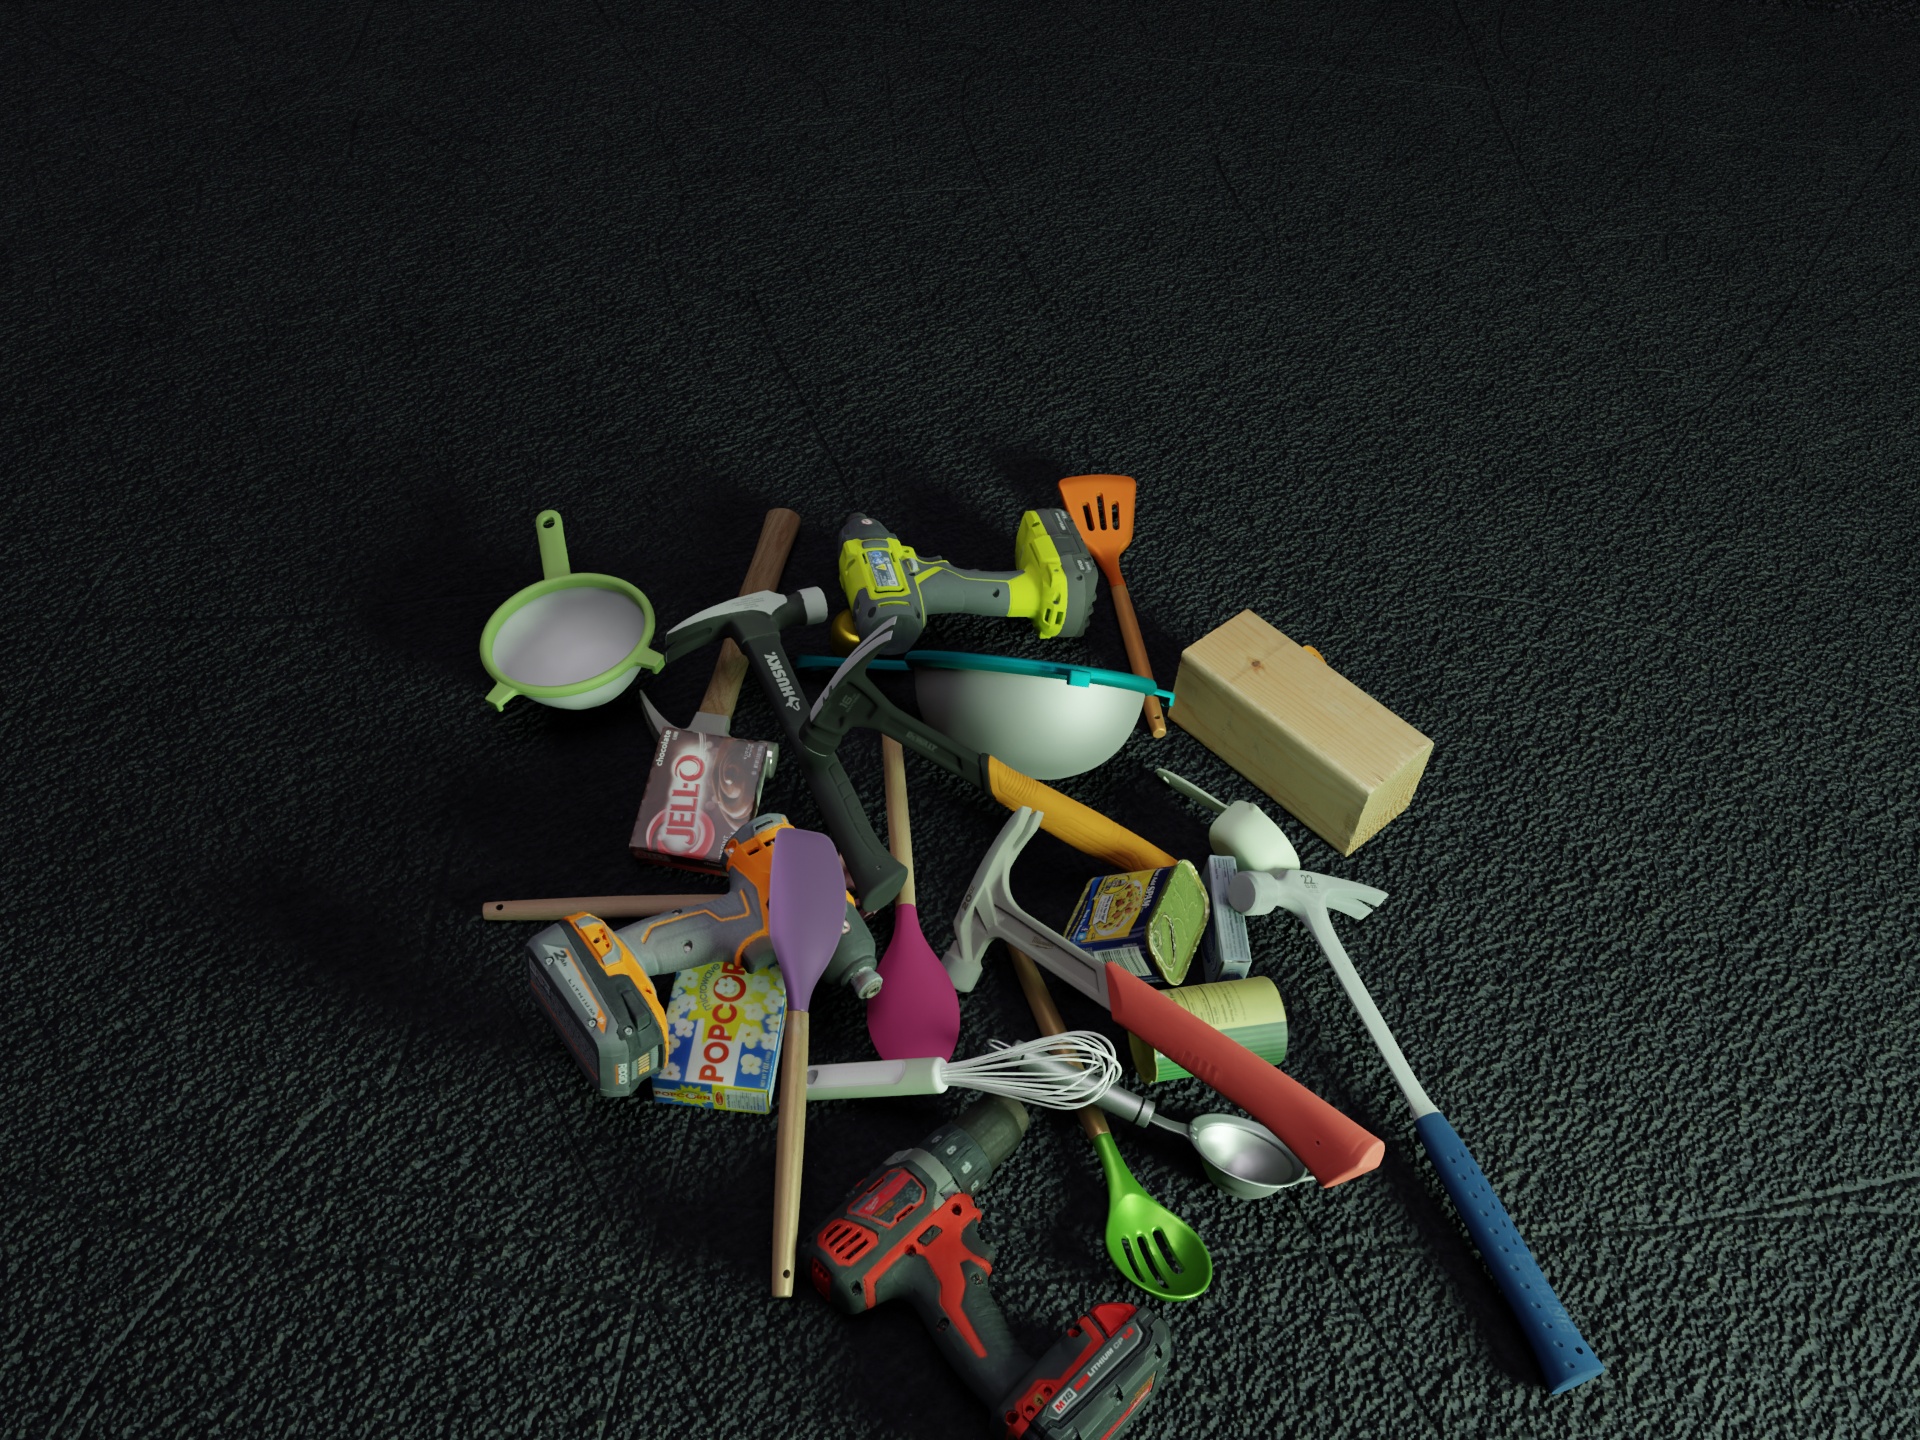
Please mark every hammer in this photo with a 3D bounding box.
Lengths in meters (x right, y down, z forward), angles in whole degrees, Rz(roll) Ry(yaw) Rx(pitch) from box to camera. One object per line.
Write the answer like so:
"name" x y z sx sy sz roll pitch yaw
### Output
"hammer" 0.047 0.049 1.242 0.336 0.127 0.034 30 32 -13
"hammer" -0.128 0.018 1.282 0.146 0.035 0.335 -13 51 -21
"hammer" 0.140 0.200 1.116 0.359 0.036 0.149 30 95 36
"hammer" 0.336 0.276 1.146 0.144 0.035 0.406 4 47 -35
"hammer" -0.200 -0.082 1.456 0.130 0.031 0.332 9 47 3

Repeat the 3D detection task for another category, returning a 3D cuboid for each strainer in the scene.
"strainer" 0.136 0.281 1.119 0.258 0.050 0.087 24 17 5
"strainer" -0.352 -0.092 1.429 0.151 0.069 0.257 -14 46 -9
"strainer" -0.002 -0.004 1.355 0.340 0.095 0.211 5 -2 29

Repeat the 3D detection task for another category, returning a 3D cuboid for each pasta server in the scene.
"pasta server" -0.213 0.141 1.244 0.316 0.040 0.060 -1 56 -4

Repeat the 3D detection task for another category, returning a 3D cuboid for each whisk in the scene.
"whisk" -0.007 0.246 1.107 0.246 0.059 0.058 -9 47 22

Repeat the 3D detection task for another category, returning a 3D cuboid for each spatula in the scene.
"spatula" 0.156 -0.114 1.509 0.081 0.041 0.323 -3 49 -8
"spatula" -0.110 0.224 1.081 0.059 0.018 0.316 14 64 -25

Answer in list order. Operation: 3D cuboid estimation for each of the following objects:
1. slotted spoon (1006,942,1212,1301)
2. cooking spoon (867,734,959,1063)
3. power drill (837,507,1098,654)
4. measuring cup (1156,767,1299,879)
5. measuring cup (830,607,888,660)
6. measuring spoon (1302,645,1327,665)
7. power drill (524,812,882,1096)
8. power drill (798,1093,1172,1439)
"slotted spoon" 0.094 0.280 1.148 0.070 0.031 0.314 -3 44 -24
"cooking spoon" -0.045 0.122 1.232 0.068 0.017 0.319 -3 56 -6
"power drill" 0.001 -0.138 1.476 0.223 0.080 0.171 -3 44 -16
"measuring cup" 0.209 0.087 1.320 0.038 0.083 0.168 -40 43 -15
"measuring cup" -0.066 -0.112 1.494 0.062 0.029 0.156 26 53 18
"measuring spoon" 0.336 -0.028 1.466 0.021 0.011 0.117 -4 44 -8
"power drill" -0.174 0.172 1.137 0.226 0.084 0.164 -26 57 -30
"power drill" 0.031 0.360 1.039 0.227 0.080 0.188 35 54 29
